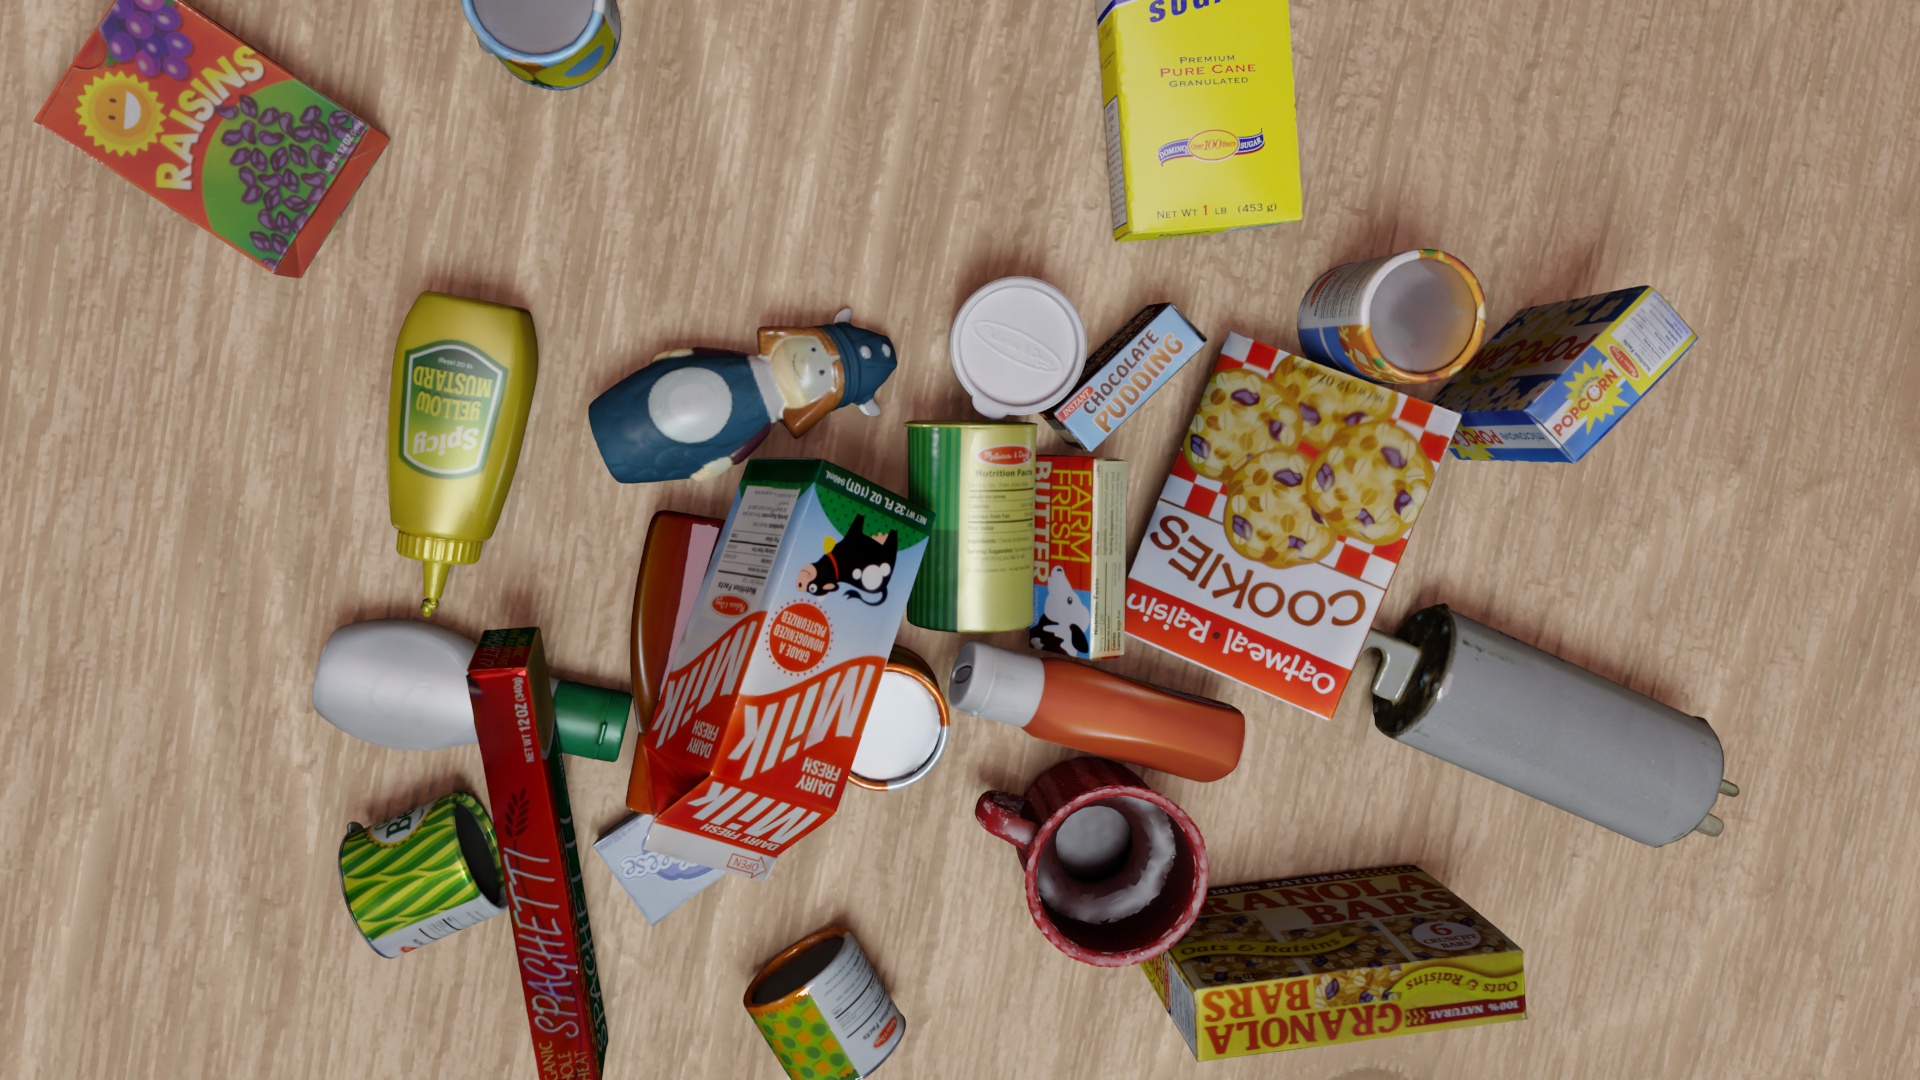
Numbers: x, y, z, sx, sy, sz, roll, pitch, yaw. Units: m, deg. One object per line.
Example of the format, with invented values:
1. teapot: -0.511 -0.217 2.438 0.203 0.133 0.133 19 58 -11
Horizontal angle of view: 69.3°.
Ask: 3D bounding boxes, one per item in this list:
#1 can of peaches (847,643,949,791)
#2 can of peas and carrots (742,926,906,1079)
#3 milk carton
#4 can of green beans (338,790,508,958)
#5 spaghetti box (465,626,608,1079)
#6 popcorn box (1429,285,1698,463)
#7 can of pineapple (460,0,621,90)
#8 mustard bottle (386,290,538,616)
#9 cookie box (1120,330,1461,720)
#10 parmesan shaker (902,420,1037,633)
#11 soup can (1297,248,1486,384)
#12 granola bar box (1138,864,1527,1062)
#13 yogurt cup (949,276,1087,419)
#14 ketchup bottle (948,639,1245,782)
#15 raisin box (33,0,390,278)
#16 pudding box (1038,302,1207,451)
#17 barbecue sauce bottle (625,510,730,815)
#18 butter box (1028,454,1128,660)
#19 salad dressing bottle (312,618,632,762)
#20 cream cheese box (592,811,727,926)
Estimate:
1. can of peaches: -0.042 0.088 0.714 0.071 0.058 0.071 -1 96 -7
2. can of peas and carrots: -0.073 0.246 0.723 0.071 0.071 0.058 -30 98 -3
3. milk carton: -0.087 0.061 0.657 0.072 0.073 0.191 27 77 -36
4. can of green beans: -0.265 0.165 0.692 0.058 0.071 0.071 -22 98 -4
5. spaghetti box: -0.204 0.165 0.680 0.029 0.050 0.249 -6 110 -7
6. popcorn box: 0.297 -0.081 0.704 0.038 0.127 0.085 44 90 -6
7. can of pineapple: -0.200 -0.253 0.662 0.071 0.058 0.071 -1 96 -6
8. mustard bottle: -0.249 -0.040 0.682 0.065 0.049 0.160 9 94 -6
9. cookie box: 0.165 -0.007 0.720 0.123 0.040 0.167 23 93 14
10. parmesan shaker: 0.003 -0.009 0.705 0.071 0.071 0.103 0 96 -7
11. soup can: 0.222 -0.111 0.713 0.071 0.084 0.071 -1 96 -7
12. granola bar box: 0.184 0.214 0.720 0.166 0.124 0.039 -5 97 -6
13. yogurt cup: 0.026 -0.098 0.706 0.072 0.054 0.072 -1 96 -7
14. ketchup bottle: 0.068 0.088 0.714 0.149 0.064 0.043 17 76 -17
15. raisin box: -0.353 -0.195 0.660 0.123 0.040 0.086 34 92 -8
16. pudding box: 0.082 -0.085 0.717 0.084 0.050 0.030 -43 101 0
17. barbecue sauce bottle: -0.137 0.062 0.697 0.065 0.043 0.148 11 85 -14
18. butter box: 0.060 0.007 0.717 0.024 0.053 0.103 -1 93 -36
19. salad dressing bottle: -0.242 0.080 0.698 0.148 0.044 0.064 14 94 -10
20. cream cheese box: -0.134 0.148 0.726 0.104 0.024 0.053 -35 99 -2
